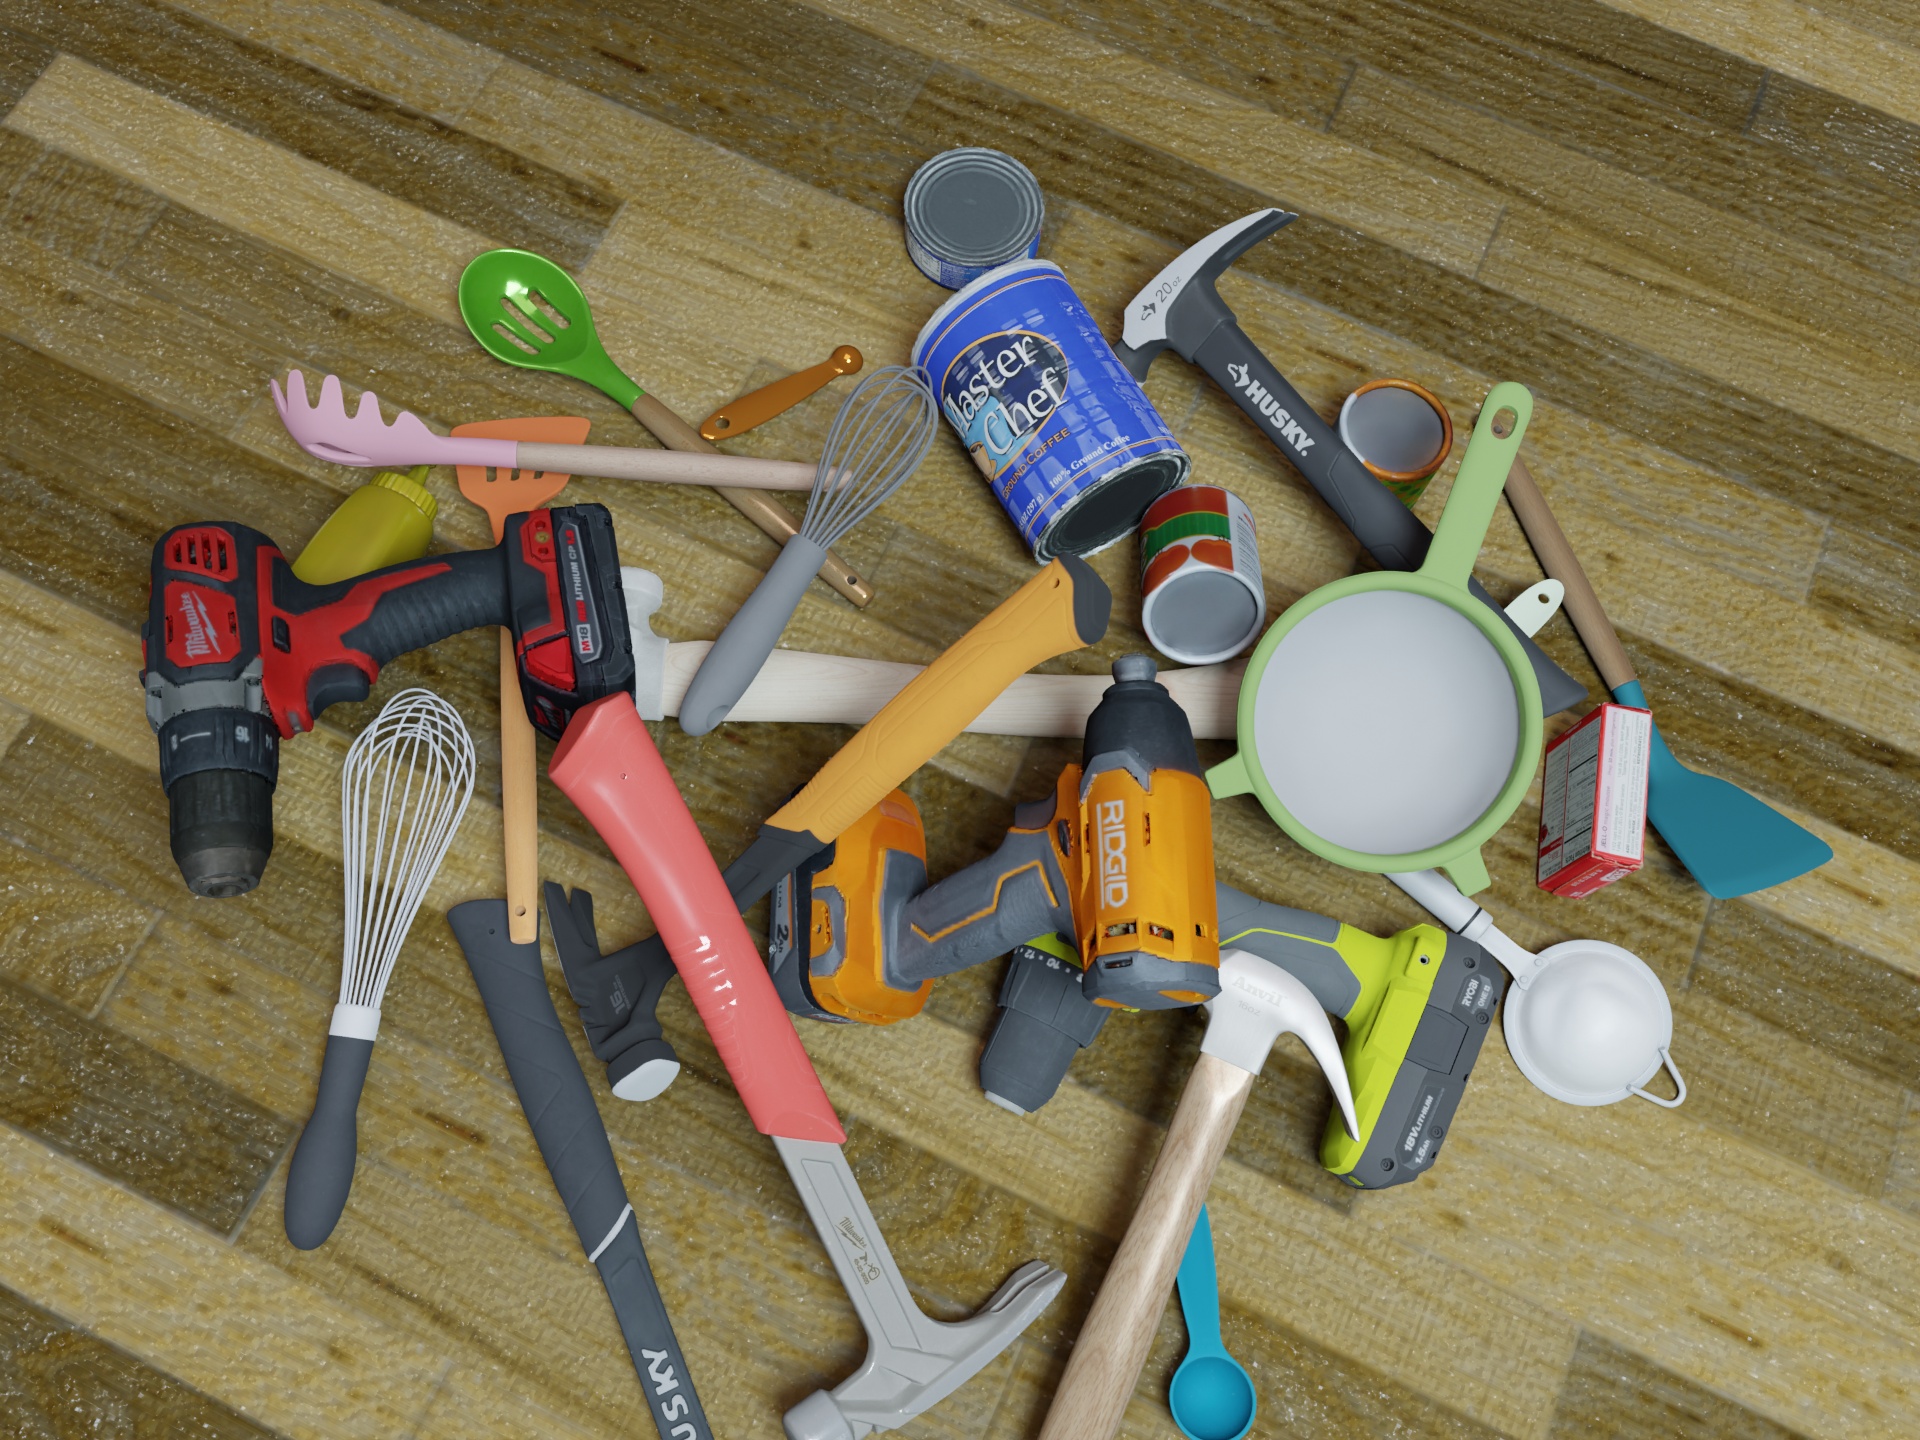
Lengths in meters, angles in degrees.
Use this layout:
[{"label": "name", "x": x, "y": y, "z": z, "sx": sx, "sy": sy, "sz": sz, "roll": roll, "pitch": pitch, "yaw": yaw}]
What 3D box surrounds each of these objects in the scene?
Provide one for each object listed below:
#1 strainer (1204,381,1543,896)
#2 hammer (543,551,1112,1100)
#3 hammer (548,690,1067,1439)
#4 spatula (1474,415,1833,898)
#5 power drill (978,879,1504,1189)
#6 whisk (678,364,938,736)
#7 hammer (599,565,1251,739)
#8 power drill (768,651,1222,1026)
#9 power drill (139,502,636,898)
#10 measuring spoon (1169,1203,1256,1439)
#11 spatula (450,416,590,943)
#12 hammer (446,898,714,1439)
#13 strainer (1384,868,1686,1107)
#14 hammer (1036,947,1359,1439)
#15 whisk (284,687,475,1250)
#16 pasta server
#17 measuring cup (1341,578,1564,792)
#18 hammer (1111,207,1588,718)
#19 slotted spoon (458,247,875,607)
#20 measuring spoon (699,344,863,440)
[{"label": "strainer", "x": 0.233, "y": -0.048, "z": 0.819, "sx": 0.151, "sy": 0.069, "sz": 0.256, "roll": 21, "pitch": 89, "yaw": 3}, {"label": "hammer", "x": -0.066, "y": 0.035, "z": 0.764, "sx": 0.337, "sy": 0.034, "sz": 0.127, "roll": -41, "pitch": 56, "yaw": 14}, {"label": "hammer", "x": -0.079, "y": 0.150, "z": 0.719, "sx": 0.149, "sy": 0.037, "sz": 0.359, "roll": -29, "pitch": 101, "yaw": -26}, {"label": "spatula", "x": 0.371, "y": -0.047, "z": 0.900, "sx": 0.082, "sy": 0.044, "sz": 0.318, "roll": -16, "pitch": 71, "yaw": -15}, {"label": "power drill", "x": 0.135, "y": 0.145, "z": 0.807, "sx": 0.228, "sy": 0.080, "sz": 0.190, "roll": 25, "pitch": 76, "yaw": 8}, {"label": "whisk", "x": -0.082, "y": -0.093, "z": 0.854, "sx": 0.055, "sy": 0.055, "sz": 0.239, "roll": 30, "pitch": 78, "yaw": 8}, {"label": "hammer", "x": -0.001, "y": -0.003, "z": 0.873, "sx": 0.410, "sy": 0.038, "sz": 0.146, "roll": 3, "pitch": 72, "yaw": -2}, {"label": "power drill", "x": 0.016, "y": 0.063, "z": 0.767, "sx": 0.226, "sy": 0.084, "sz": 0.164, "roll": -13, "pitch": 67, "yaw": 33}, {"label": "power drill", "x": -0.276, "y": -0.016, "z": 0.775, "sx": 0.226, "sy": 0.080, "sz": 0.188, "roll": -7, "pitch": 65, "yaw": -15}, {"label": "measuring spoon", "x": 0.117, "y": 0.291, "z": 0.789, "sx": 0.042, "sy": 0.021, "sz": 0.129, "roll": -2, "pitch": 62, "yaw": -4}, {"label": "spatula", "x": -0.239, "y": -0.036, "z": 0.866, "sx": 0.081, "sy": 0.041, "sz": 0.323, "roll": -5, "pitch": 70, "yaw": -6}, {"label": "hammer", "x": -0.167, "y": 0.271, "z": 0.772, "sx": 0.149, "sy": 0.036, "sz": 0.409, "roll": -24, "pitch": 73, "yaw": -9}, {"label": "strainer", "x": 0.279, "y": 0.115, "z": 0.844, "sx": 0.258, "sy": 0.050, "sz": 0.087, "roll": 40, "pitch": 88, "yaw": 14}, {"label": "hammer", "x": 0.084, "y": 0.267, "z": 0.742, "sx": 0.130, "sy": 0.031, "sz": 0.331, "roll": 22, "pitch": 86, "yaw": 11}, {"label": "whisk", "x": -0.300, "y": 0.121, "z": 0.810, "sx": 0.070, "sy": 0.070, "sz": 0.285, "roll": 8, "pitch": 76, "yaw": 0}, {"label": "pasta server", "x": -0.218, "y": -0.153, "z": 0.885, "sx": 0.316, "sy": 0.060, "sz": 0.040, "roll": 3, "pitch": 78, "yaw": -9}, {"label": "measuring cup", "x": 0.277, "y": -0.021, "z": 0.891, "sx": 0.167, "sy": 0.038, "sz": 0.083, "roll": -40, "pitch": 77, "yaw": -16}, {"label": "hammer", "x": 0.217, "y": -0.132, "z": 0.873, "sx": 0.335, "sy": 0.146, "sz": 0.035, "roll": 52, "pitch": 33, "yaw": 16}, {"label": "slotted spoon", "x": -0.170, "y": -0.168, "z": 0.928, "sx": 0.314, "sy": 0.031, "sz": 0.070, "roll": 40, "pitch": 71, "yaw": 9}, {"label": "measuring spoon", "x": -0.104, "y": -0.194, "z": 0.936, "sx": 0.117, "sy": 0.011, "sz": 0.021, "roll": -34, "pitch": 76, "yaw": -25}]
